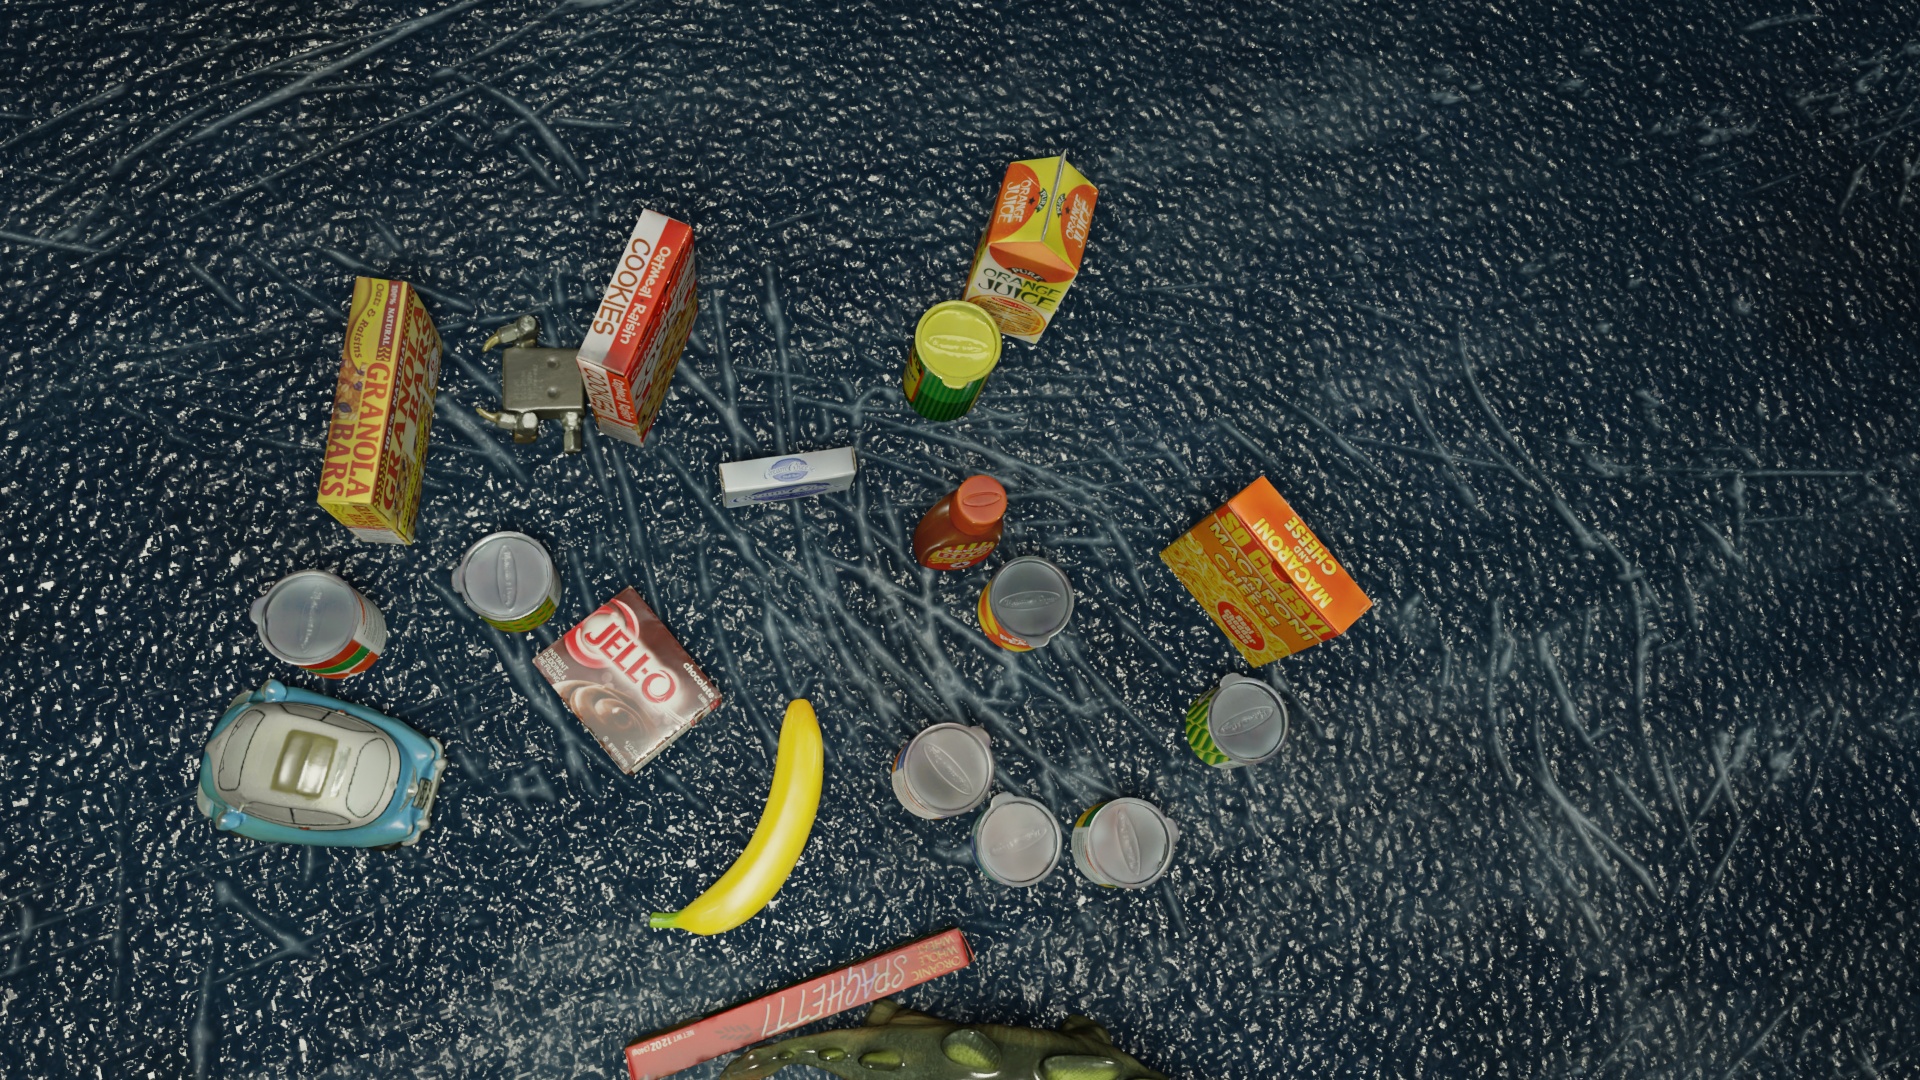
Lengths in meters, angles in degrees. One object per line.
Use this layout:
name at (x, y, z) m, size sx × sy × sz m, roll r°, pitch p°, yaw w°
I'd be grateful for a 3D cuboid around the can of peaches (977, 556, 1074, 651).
can of peaches at (0.050, 0.053, 1.084) m, size 0.071 × 0.058 × 0.071 m, roll 2°, pitch 76°, yaw -9°

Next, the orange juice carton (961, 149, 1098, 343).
orange juice carton at (0.054, -0.228, 1.084) m, size 0.073 × 0.192 × 0.072 m, roll 17°, pitch 75°, yaw -5°

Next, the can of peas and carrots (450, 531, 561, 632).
can of peas and carrots at (-0.334, 0.032, 1.026) m, size 0.071 × 0.058 × 0.071 m, roll 2°, pitch 76°, yaw -9°

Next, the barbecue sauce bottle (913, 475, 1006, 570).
barbecue sauce bottle at (0.004, -0.013, 1.045) m, size 0.065 × 0.148 × 0.044 m, roll -8°, pitch 78°, yaw -11°

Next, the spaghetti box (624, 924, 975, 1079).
spaghetti box at (-0.113, 0.330, 0.993) m, size 0.251 × 0.050 × 0.029 m, roll -17°, pitch 80°, yaw -13°

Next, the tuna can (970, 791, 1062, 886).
tuna can at (0.041, 0.226, 1.052) m, size 0.071 × 0.032 × 0.071 m, roll 2°, pitch 76°, yaw -9°

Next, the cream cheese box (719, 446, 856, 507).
cream cheese box at (-0.135, -0.049, 1.081) m, size 0.104 × 0.053 × 0.024 m, roll -9°, pitch 78°, yaw -11°

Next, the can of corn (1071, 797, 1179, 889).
can of corn at (0.124, 0.229, 1.052) m, size 0.071 × 0.058 × 0.071 m, roll 2°, pitch 76°, yaw -9°

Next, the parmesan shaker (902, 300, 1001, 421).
parmesan shaker at (-0.010, -0.137, 1.098) m, size 0.071 × 0.103 × 0.071 m, roll 2°, pitch 76°, yaw -9°

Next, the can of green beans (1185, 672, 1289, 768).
can of green beans at (0.216, 0.144, 1.088) m, size 0.071 × 0.057 × 0.071 m, roll 2°, pitch 76°, yaw -9°

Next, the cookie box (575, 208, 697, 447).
cookie box at (-0.235, -0.153, 1.031) m, size 0.040 × 0.167 × 0.123 m, roll 20°, pitch 74°, yaw -4°

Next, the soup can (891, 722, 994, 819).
soup can at (-0.012, 0.171, 1.031) m, size 0.071 × 0.083 × 0.071 m, roll 2°, pitch 76°, yaw -9°

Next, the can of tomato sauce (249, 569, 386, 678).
can of tomato sauce at (-0.453, 0.061, 0.986) m, size 0.071 × 0.083 × 0.071 m, roll 2°, pitch 76°, yaw -9°

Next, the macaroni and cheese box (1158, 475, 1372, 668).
macaroni and cheese box at (0.228, 0.029, 1.062) m, size 0.040 × 0.166 × 0.124 m, roll -38°, pitch 85°, yaw -15°

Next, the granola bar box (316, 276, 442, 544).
granola bar box at (-0.417, -0.090, 1.008) m, size 0.039 × 0.124 × 0.166 m, roll 5°, pitch 76°, yaw -8°
